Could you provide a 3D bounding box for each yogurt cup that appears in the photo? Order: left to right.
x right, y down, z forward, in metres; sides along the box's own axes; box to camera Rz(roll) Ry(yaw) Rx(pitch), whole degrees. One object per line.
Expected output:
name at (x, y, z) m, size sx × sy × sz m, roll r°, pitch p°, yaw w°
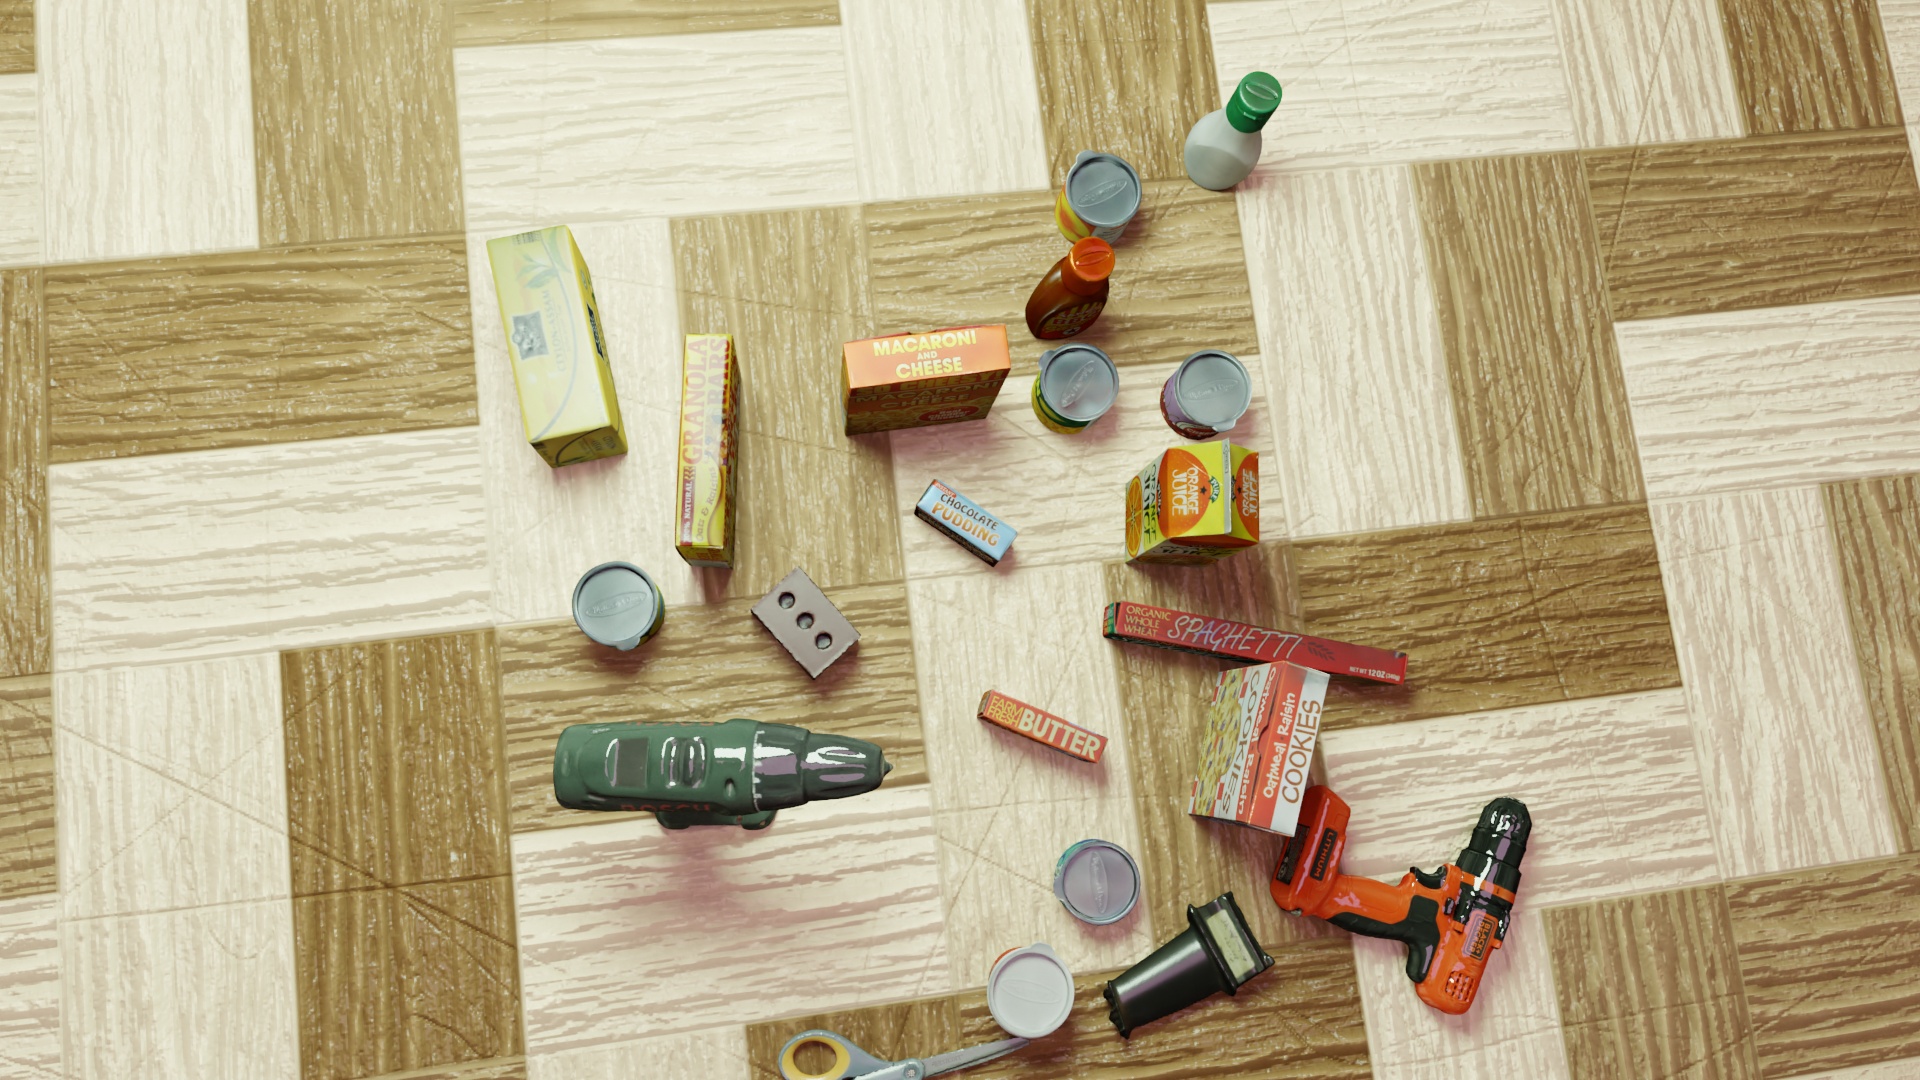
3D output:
yogurt cup at (0.052, 0.351, 1.092) m, size 0.072 × 0.054 × 0.072 m, roll 1°, pitch 81°, yaw -6°

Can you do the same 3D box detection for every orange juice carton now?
orange juice carton at (0.185, -0.027, 1.096) m, size 0.073 × 0.192 × 0.072 m, roll 3°, pitch 81°, yaw -6°

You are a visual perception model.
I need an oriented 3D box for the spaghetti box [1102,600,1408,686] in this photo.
spaghetti box at (0.243, 0.087, 1.157) m, size 0.250 × 0.050 × 0.029 m, roll 10°, pitch 81°, yaw -4°

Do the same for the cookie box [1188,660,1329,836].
cookie box at (0.228, 0.162, 1.083) m, size 0.040 × 0.167 × 0.123 m, roll 15°, pitch 80°, yaw -3°

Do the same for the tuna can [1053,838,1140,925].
tuna can at (0.107, 0.275, 1.121) m, size 0.071 × 0.032 × 0.071 m, roll 1°, pitch 81°, yaw -6°

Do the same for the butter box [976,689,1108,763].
butter box at (0.065, 0.151, 1.126) m, size 0.103 × 0.053 × 0.024 m, roll 23°, pitch 80°, yaw -2°

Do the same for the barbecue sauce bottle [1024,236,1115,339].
barbecue sauce bottle at (0.094, -0.206, 1.137) m, size 0.065 × 0.148 × 0.043 m, roll -16°, pitch 84°, yaw -8°

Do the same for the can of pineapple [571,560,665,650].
can of pineapple at (-0.271, 0.054, 1.103) m, size 0.071 × 0.057 × 0.071 m, roll 1°, pitch 81°, yaw -6°

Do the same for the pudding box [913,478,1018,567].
pudding box at (0.004, -0.014, 1.147) m, size 0.084 × 0.049 × 0.030 m, roll 34°, pitch 80°, yaw 0°

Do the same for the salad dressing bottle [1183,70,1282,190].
salad dressing bottle at (0.232, -0.345, 1.174) m, size 0.064 × 0.147 × 0.044 m, roll 23°, pitch 80°, yaw -2°

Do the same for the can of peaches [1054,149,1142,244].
can of peaches at (0.117, -0.294, 1.199) m, size 0.071 × 0.058 × 0.071 m, roll 1°, pitch 81°, yaw -6°

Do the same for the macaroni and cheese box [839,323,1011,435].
macaroni and cheese box at (-0.033, -0.126, 1.102) m, size 0.124 × 0.166 × 0.040 m, roll -8°, pitch 83°, yaw -7°

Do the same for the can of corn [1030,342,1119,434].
can of corn at (0.093, -0.128, 1.170) m, size 0.071 × 0.058 × 0.071 m, roll 1°, pitch 81°, yaw -6°

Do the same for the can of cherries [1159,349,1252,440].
can of cherries at (0.208, -0.120, 1.181) m, size 0.071 × 0.058 × 0.071 m, roll 1°, pitch 81°, yaw -6°

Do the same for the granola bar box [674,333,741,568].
granola bar box at (-0.198, -0.067, 1.096) m, size 0.039 × 0.124 × 0.165 m, roll 2°, pitch 81°, yaw -6°
